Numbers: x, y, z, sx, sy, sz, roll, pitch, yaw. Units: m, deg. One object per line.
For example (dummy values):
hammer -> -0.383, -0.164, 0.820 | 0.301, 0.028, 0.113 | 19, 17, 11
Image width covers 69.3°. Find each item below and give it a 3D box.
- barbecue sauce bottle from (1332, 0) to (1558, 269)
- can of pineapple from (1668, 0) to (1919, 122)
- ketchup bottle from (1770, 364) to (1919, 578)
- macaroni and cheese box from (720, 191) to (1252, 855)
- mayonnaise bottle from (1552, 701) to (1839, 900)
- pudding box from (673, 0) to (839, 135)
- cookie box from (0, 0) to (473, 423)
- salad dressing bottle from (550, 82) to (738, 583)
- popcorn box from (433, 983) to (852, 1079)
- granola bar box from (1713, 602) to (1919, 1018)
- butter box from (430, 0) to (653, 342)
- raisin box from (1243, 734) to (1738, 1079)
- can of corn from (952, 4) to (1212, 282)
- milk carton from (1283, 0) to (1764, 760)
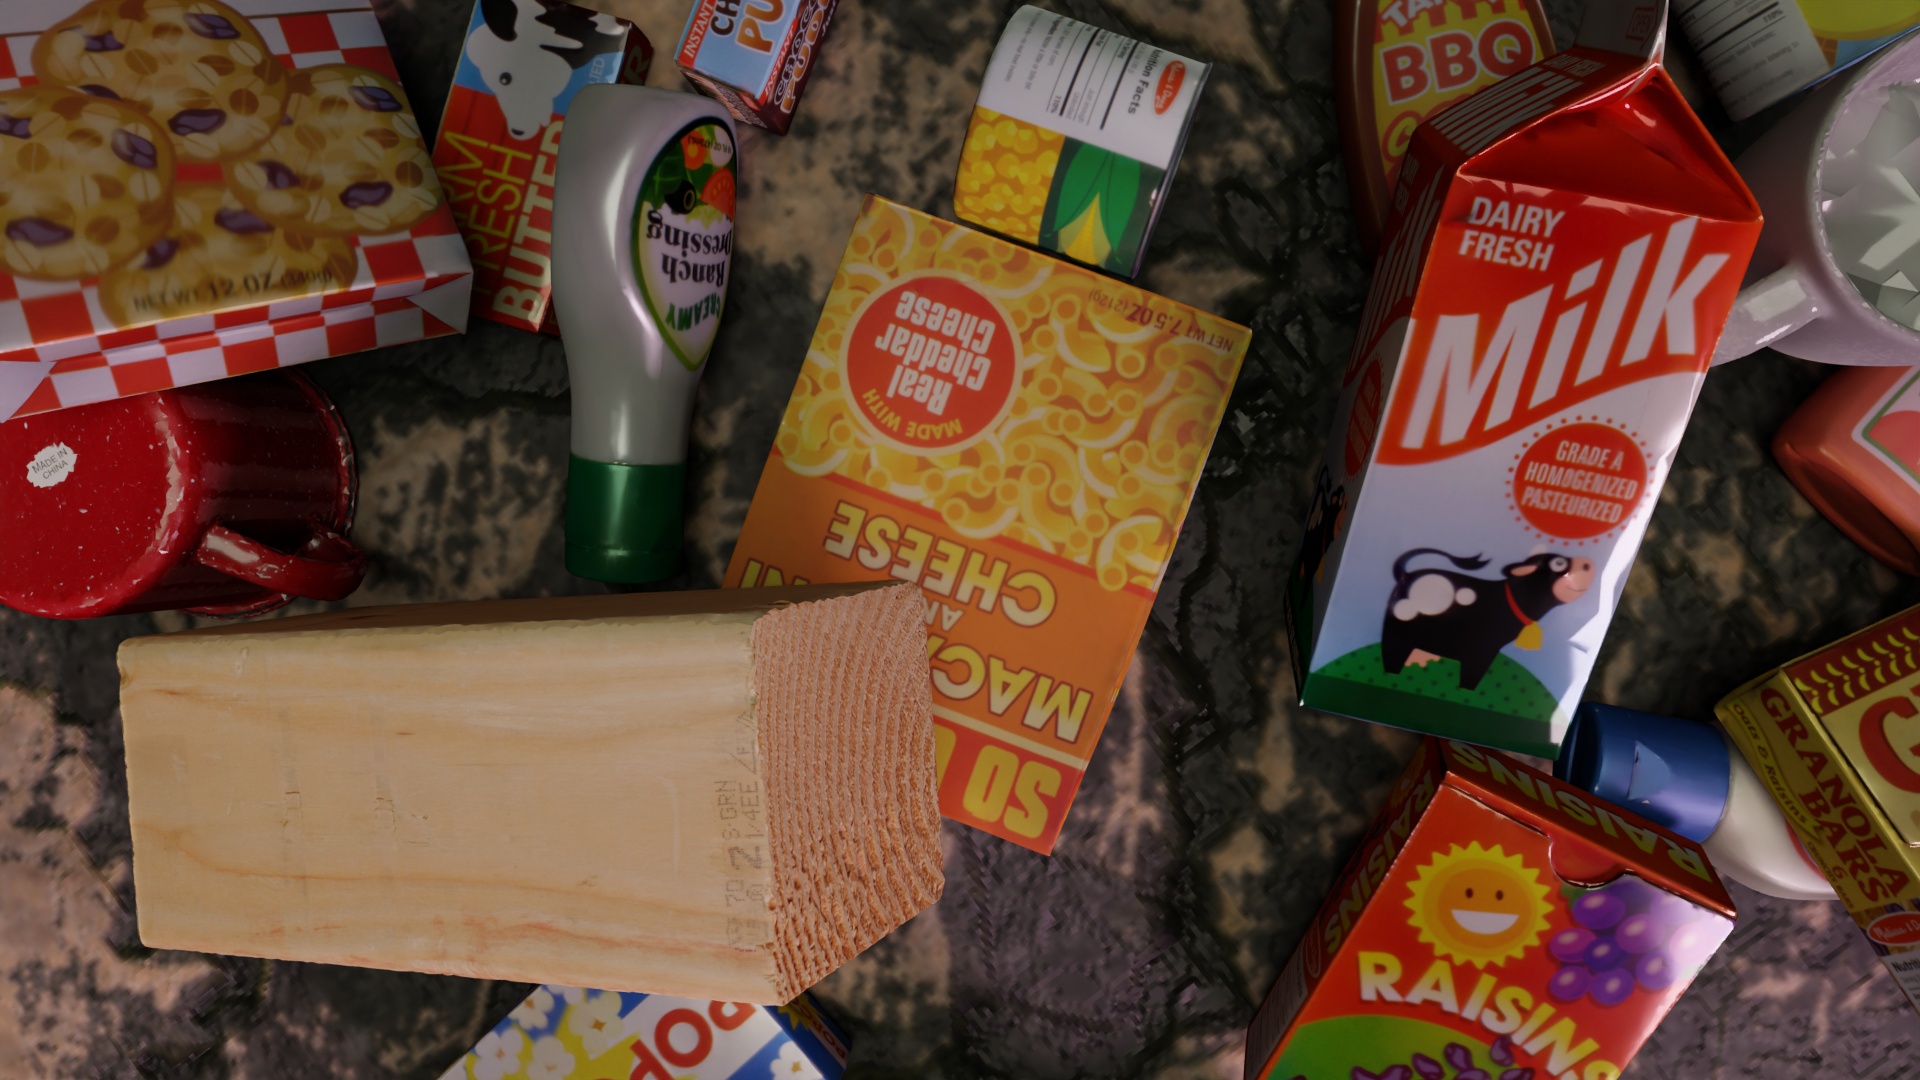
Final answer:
barbecue sauce bottle -> 0.141, -0.159, 0.415 | 0.065, 0.044, 0.148 | -10, 90, 6
can of pineapple -> 0.242, -0.162, 0.396 | 0.071, 0.071, 0.058 | -28, 90, 4
ketchup bottle -> 0.314, -0.061, 0.404 | 0.065, 0.043, 0.149 | 44, 93, 0
macaroni and cheese box -> 0.002, -0.005, 0.429 | 0.124, 0.040, 0.166 | 21, 92, 5
mayonnaise bottle -> 0.256, 0.079, 0.410 | 0.148, 0.041, 0.065 | 11, 85, 3
pudding box -> -0.056, -0.173, 0.426 | 0.030, 0.049, 0.083 | 22, 92, 2
cookie box -> -0.229, -0.126, 0.400 | 0.123, 0.040, 0.168 | -17, 74, -28
salad dressing bottle -> -0.099, -0.062, 0.428 | 0.044, 0.064, 0.147 | 10, 100, 21
popcorn box -> -0.109, 0.175, 0.440 | 0.126, 0.038, 0.085 | -42, 88, 4
granola bar box -> 0.314, 0.061, 0.371 | 0.166, 0.039, 0.124 | -22, 69, -9
butter box -> -0.140, -0.121, 0.446 | 0.053, 0.024, 0.103 | 17, 92, 4
raisin box -> 0.147, 0.126, 0.402 | 0.086, 0.040, 0.123 | 26, 111, 5
can of corn -> 0.035, -0.116, 0.414 | 0.058, 0.071, 0.071 | 20, 93, 4
milk carton -> 0.146, -0.045, 0.370 | 0.073, 0.072, 0.189 | 11, 113, 4
